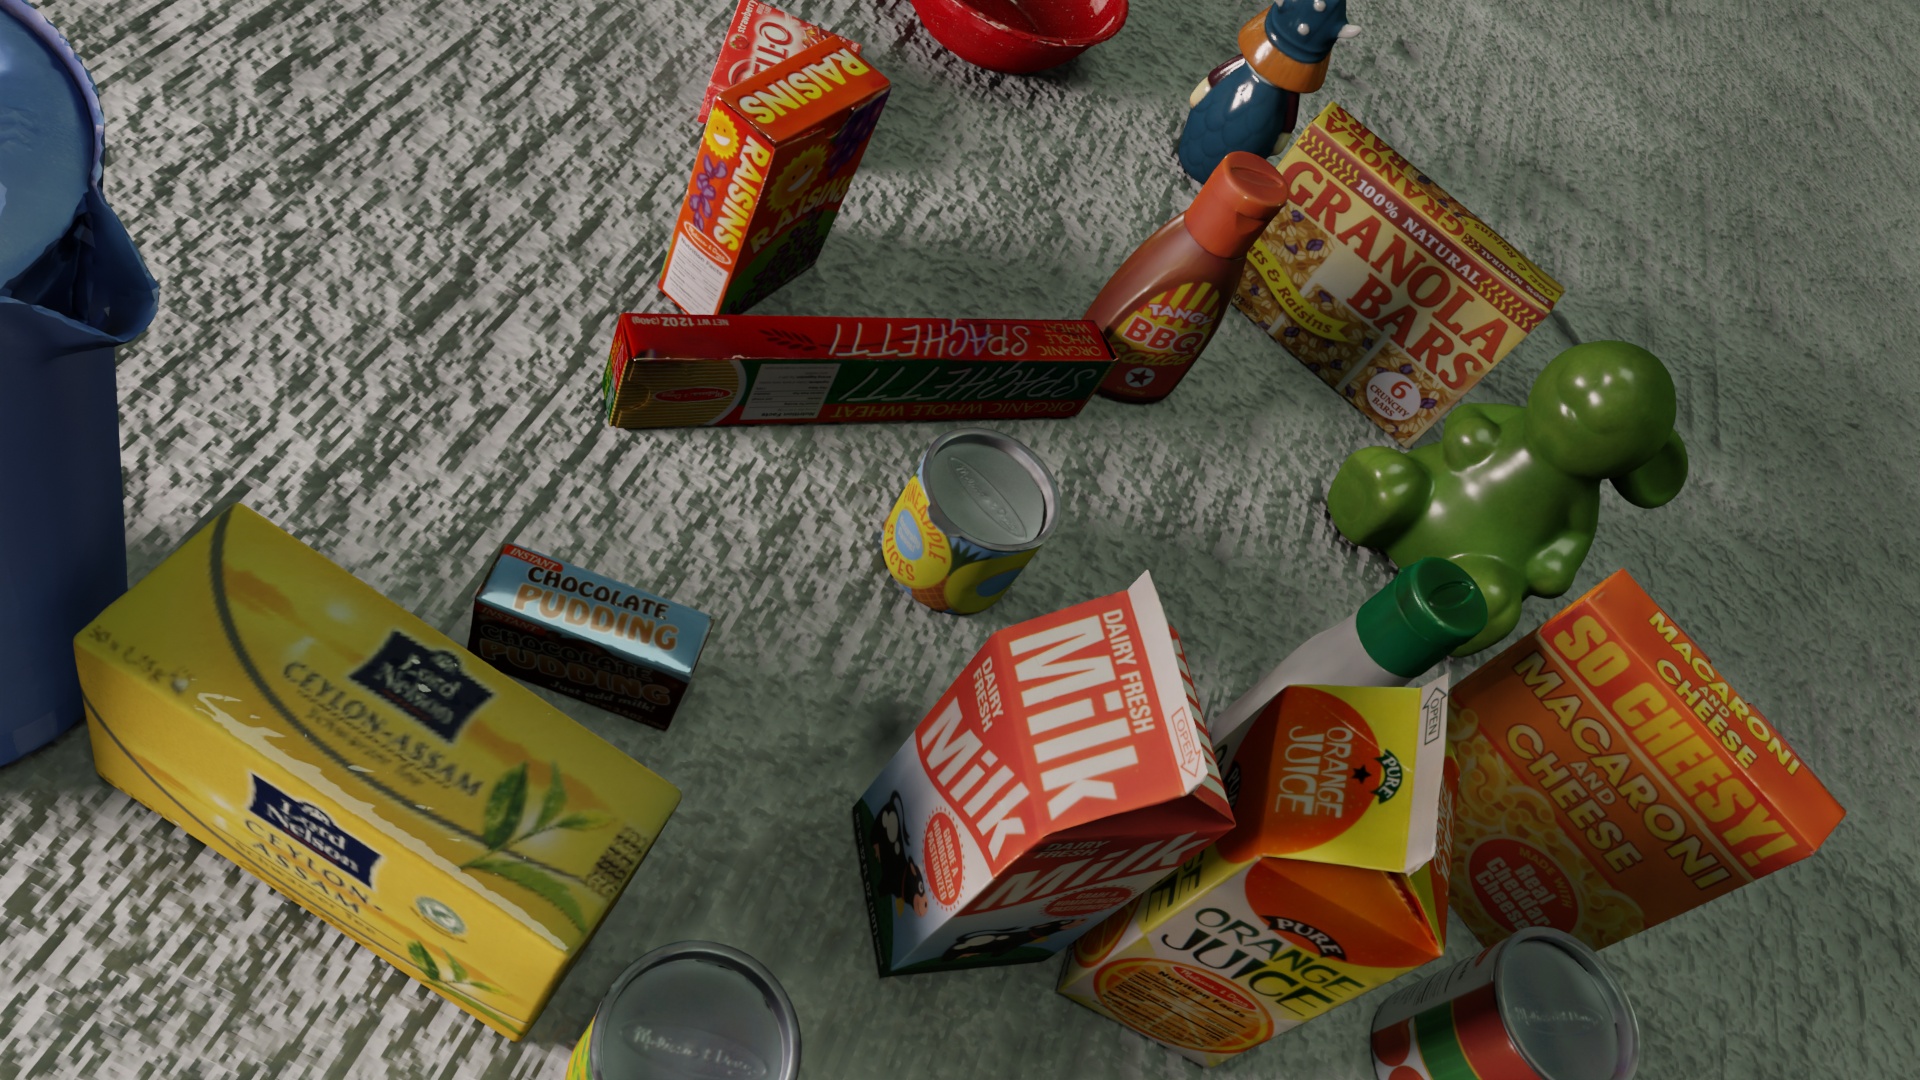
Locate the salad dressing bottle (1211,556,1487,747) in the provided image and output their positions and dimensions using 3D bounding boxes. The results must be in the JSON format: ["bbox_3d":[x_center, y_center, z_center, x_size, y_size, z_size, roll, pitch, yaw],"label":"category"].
[{"bbox_3d":[0.163,0.060,0.596,0.064,0.147,0.044,-16,65,-34],"label":"salad dressing bottle"}]

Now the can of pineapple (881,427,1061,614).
[{"bbox_3d":[0.002,-0.008,0.625,0.071,0.057,0.071,13,52,-17],"label":"can of pineapple"}]

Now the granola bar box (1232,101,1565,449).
[{"bbox_3d":[0.236,-0.148,0.797,0.165,0.123,0.039,42,50,6],"label":"granola bar box"}]

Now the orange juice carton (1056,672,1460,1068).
[{"bbox_3d":[0.113,0.119,0.500,0.073,0.191,0.072,28,49,-6],"label":"orange juice carton"}]

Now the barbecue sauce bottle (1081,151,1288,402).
[{"bbox_3d":[0.112,-0.132,0.708,0.065,0.147,0.044,10,54,-20],"label":"barbecue sauce bottle"}]

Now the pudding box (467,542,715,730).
[{"bbox_3d":[-0.141,0.037,0.529,0.084,0.049,0.030,22,50,-10],"label":"pudding box"}]

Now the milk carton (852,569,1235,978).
[{"bbox_3d":[0.030,0.088,0.483,0.073,0.189,0.072,2,56,-25],"label":"milk carton"}]

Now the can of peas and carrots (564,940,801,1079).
[{"bbox_3d":[-0.092,0.173,0.449,0.071,0.058,0.071,13,52,-17],"label":"can of peas and carrots"}]

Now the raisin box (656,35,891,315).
[{"bbox_3d":[-0.089,-0.165,0.651,0.040,0.122,0.086,41,49,6],"label":"raisin box"}]

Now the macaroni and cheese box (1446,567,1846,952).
[{"bbox_3d":[0.262,0.106,0.598,0.040,0.165,0.124,-25,71,-37],"label":"macaroni and cheese box"}]

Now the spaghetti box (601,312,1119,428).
[{"bbox_3d":[-0.042,-0.081,0.662,0.251,0.050,0.029,-4,59,-28],"label":"spaghetti box"}]

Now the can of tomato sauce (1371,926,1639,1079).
[{"bbox_3d":[0.218,0.204,0.562,0.071,0.082,0.071,13,52,-17],"label":"can of tomato sauce"}]
